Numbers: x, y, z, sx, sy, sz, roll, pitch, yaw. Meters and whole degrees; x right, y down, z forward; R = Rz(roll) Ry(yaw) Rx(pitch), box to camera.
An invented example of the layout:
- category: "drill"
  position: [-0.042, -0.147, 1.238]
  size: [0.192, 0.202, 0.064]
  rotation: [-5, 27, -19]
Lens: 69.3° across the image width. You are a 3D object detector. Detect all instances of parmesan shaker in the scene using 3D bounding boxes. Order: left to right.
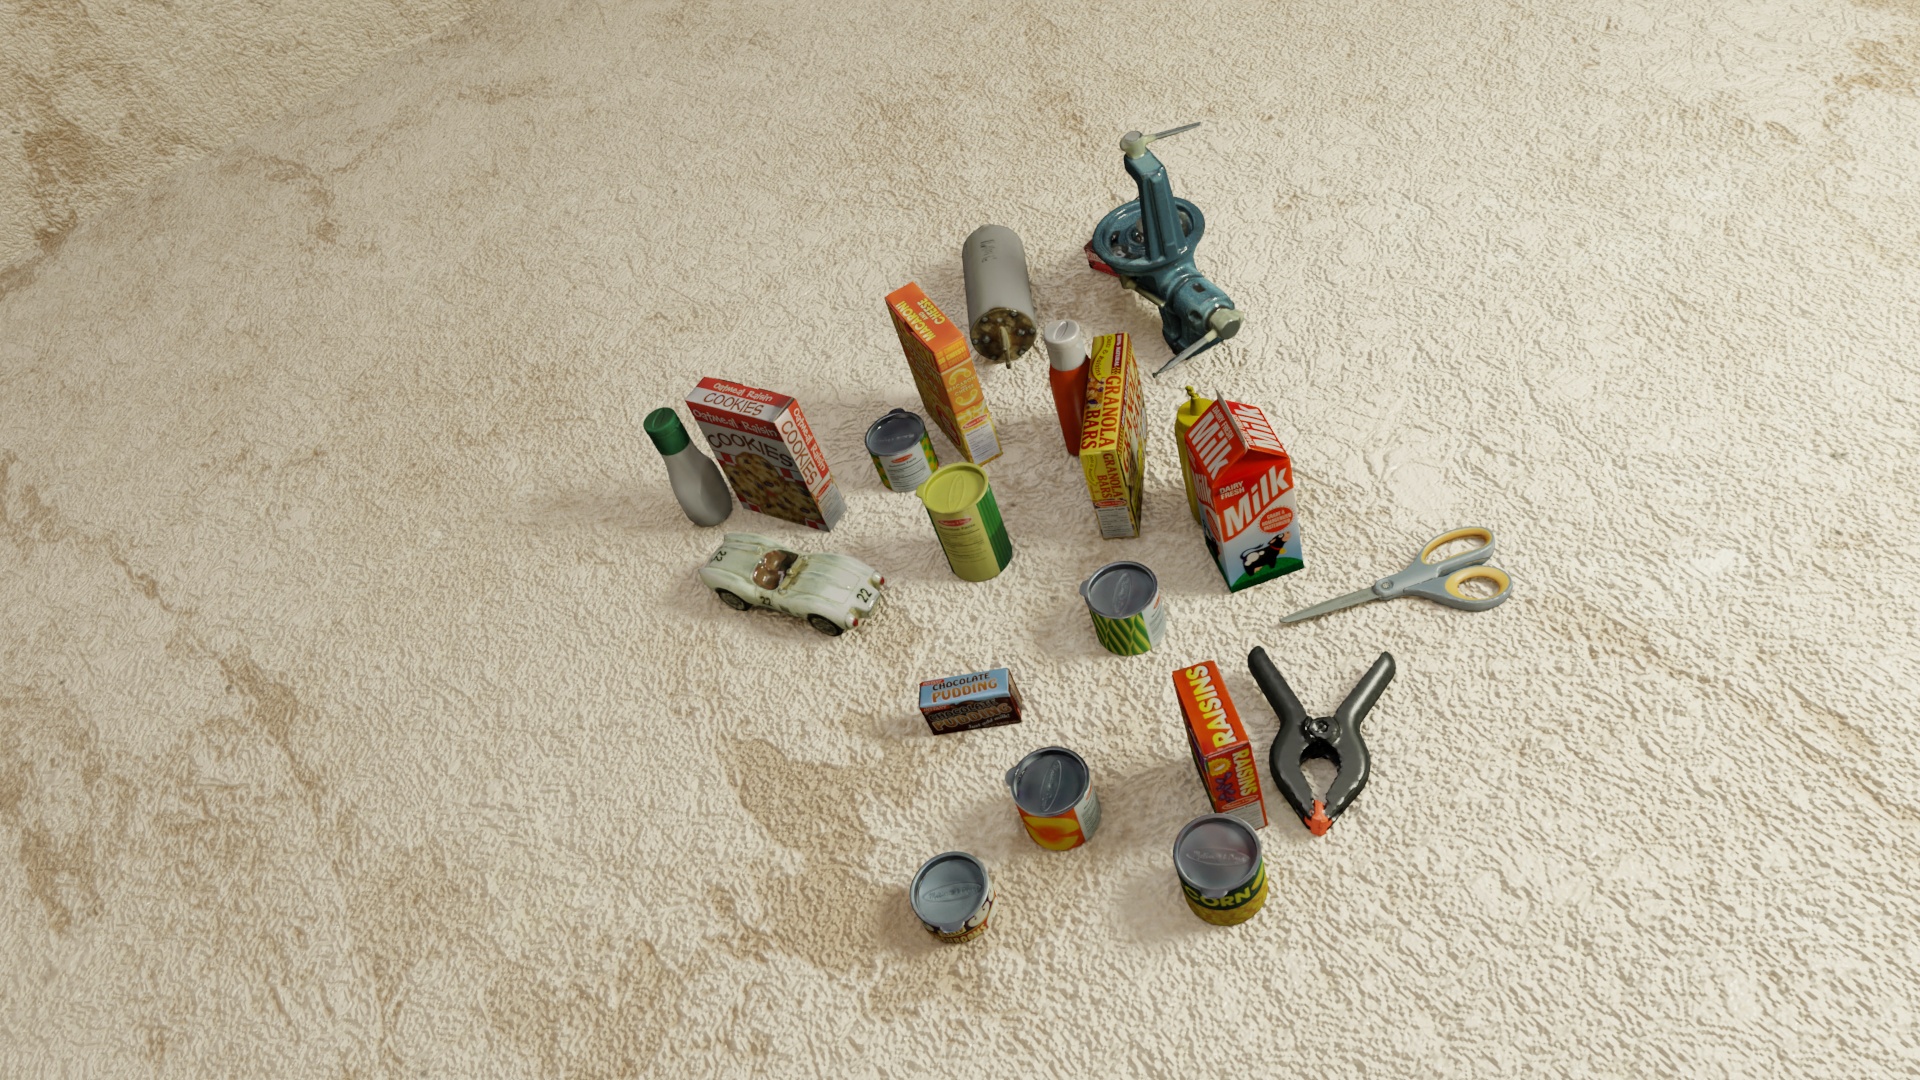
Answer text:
- category: "parmesan shaker"
  position: [0.005, -0.017, 1.347]
  size: [0.071, 0.102, 0.072]
  rotation: [-10, 46, 11]

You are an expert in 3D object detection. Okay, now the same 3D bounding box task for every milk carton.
- category: "milk carton"
  position: [0.249, -0.046, 1.226]
  size: [0.073, 0.189, 0.073]
  rotation: [-20, 45, 1]

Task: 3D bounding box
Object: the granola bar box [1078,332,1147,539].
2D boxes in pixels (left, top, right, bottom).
- category: "granola bar box"
  position: [0.153, -0.103, 1.359]
  size: [0.039, 0.123, 0.166]
  rotation: [-4, 48, 17]

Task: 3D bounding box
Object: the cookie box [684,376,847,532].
- category: "cookie box"
  position: [-0.200, -0.089, 1.442]
  size: [0.123, 0.166, 0.040]
  rotation: [15, 56, 31]

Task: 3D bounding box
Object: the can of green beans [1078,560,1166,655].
- category: "can of green beans"
  position: [0.150, 0.062, 1.254]
  size: [0.071, 0.057, 0.071]
  rotation: [-10, 46, 11]

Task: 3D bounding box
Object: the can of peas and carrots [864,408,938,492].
- category: "can of peas and carrots"
  position: [-0.062, -0.096, 1.474]
  size: [0.071, 0.058, 0.071]
  rotation: [-10, 46, 11]

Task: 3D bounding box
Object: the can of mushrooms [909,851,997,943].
- category: "can of mushrooms"
  position: [-0.005, 0.289, 1.116]
  size: [0.071, 0.033, 0.071]
  rotation: [-10, 46, 11]

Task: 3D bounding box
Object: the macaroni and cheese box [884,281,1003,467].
- category: "macaroni and cheese box"
  position: [-0.018, -0.171, 1.453]
  size: [0.040, 0.165, 0.124]
  rotation: [-30, 46, -8]

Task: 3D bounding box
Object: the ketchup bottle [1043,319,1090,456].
- category: "ketchup bottle"
  position: [0.116, -0.156, 1.404]
  size: [0.043, 0.148, 0.065]
  rotation: [6, 51, 25]

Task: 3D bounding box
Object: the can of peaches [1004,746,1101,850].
- category: "can of peaches"
  position: [0.077, 0.212, 1.141]
  size: [0.071, 0.057, 0.071]
  rotation: [-10, 46, 11]

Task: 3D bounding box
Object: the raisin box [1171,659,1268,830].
- category: "raisin box"
  position: [0.203, 0.165, 1.093]
  size: [0.040, 0.122, 0.086]
  rotation: [-18, 45, 3]

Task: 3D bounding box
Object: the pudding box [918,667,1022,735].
- category: "pudding box"
  position: [0.009, 0.143, 1.234]
  size: [0.084, 0.049, 0.030]
  rotation: [-10, 46, 11]

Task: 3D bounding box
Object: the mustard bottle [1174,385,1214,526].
- category: "mustard bottle"
  position: [0.227, -0.083, 1.289]
  size: [0.049, 0.159, 0.066]
  rotation: [-8, 47, 13]

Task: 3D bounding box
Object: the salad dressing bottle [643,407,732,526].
- category: "salad dressing bottle"
  position: [-0.290, -0.078, 1.477]
  size: [0.044, 0.147, 0.064]
  rotation: [-2, 48, 18]

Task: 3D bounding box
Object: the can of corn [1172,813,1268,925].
- category: "can of corn"
  position: [0.199, 0.254, 1.058]
  size: [0.071, 0.058, 0.071]
  rotation: [-10, 46, 11]
